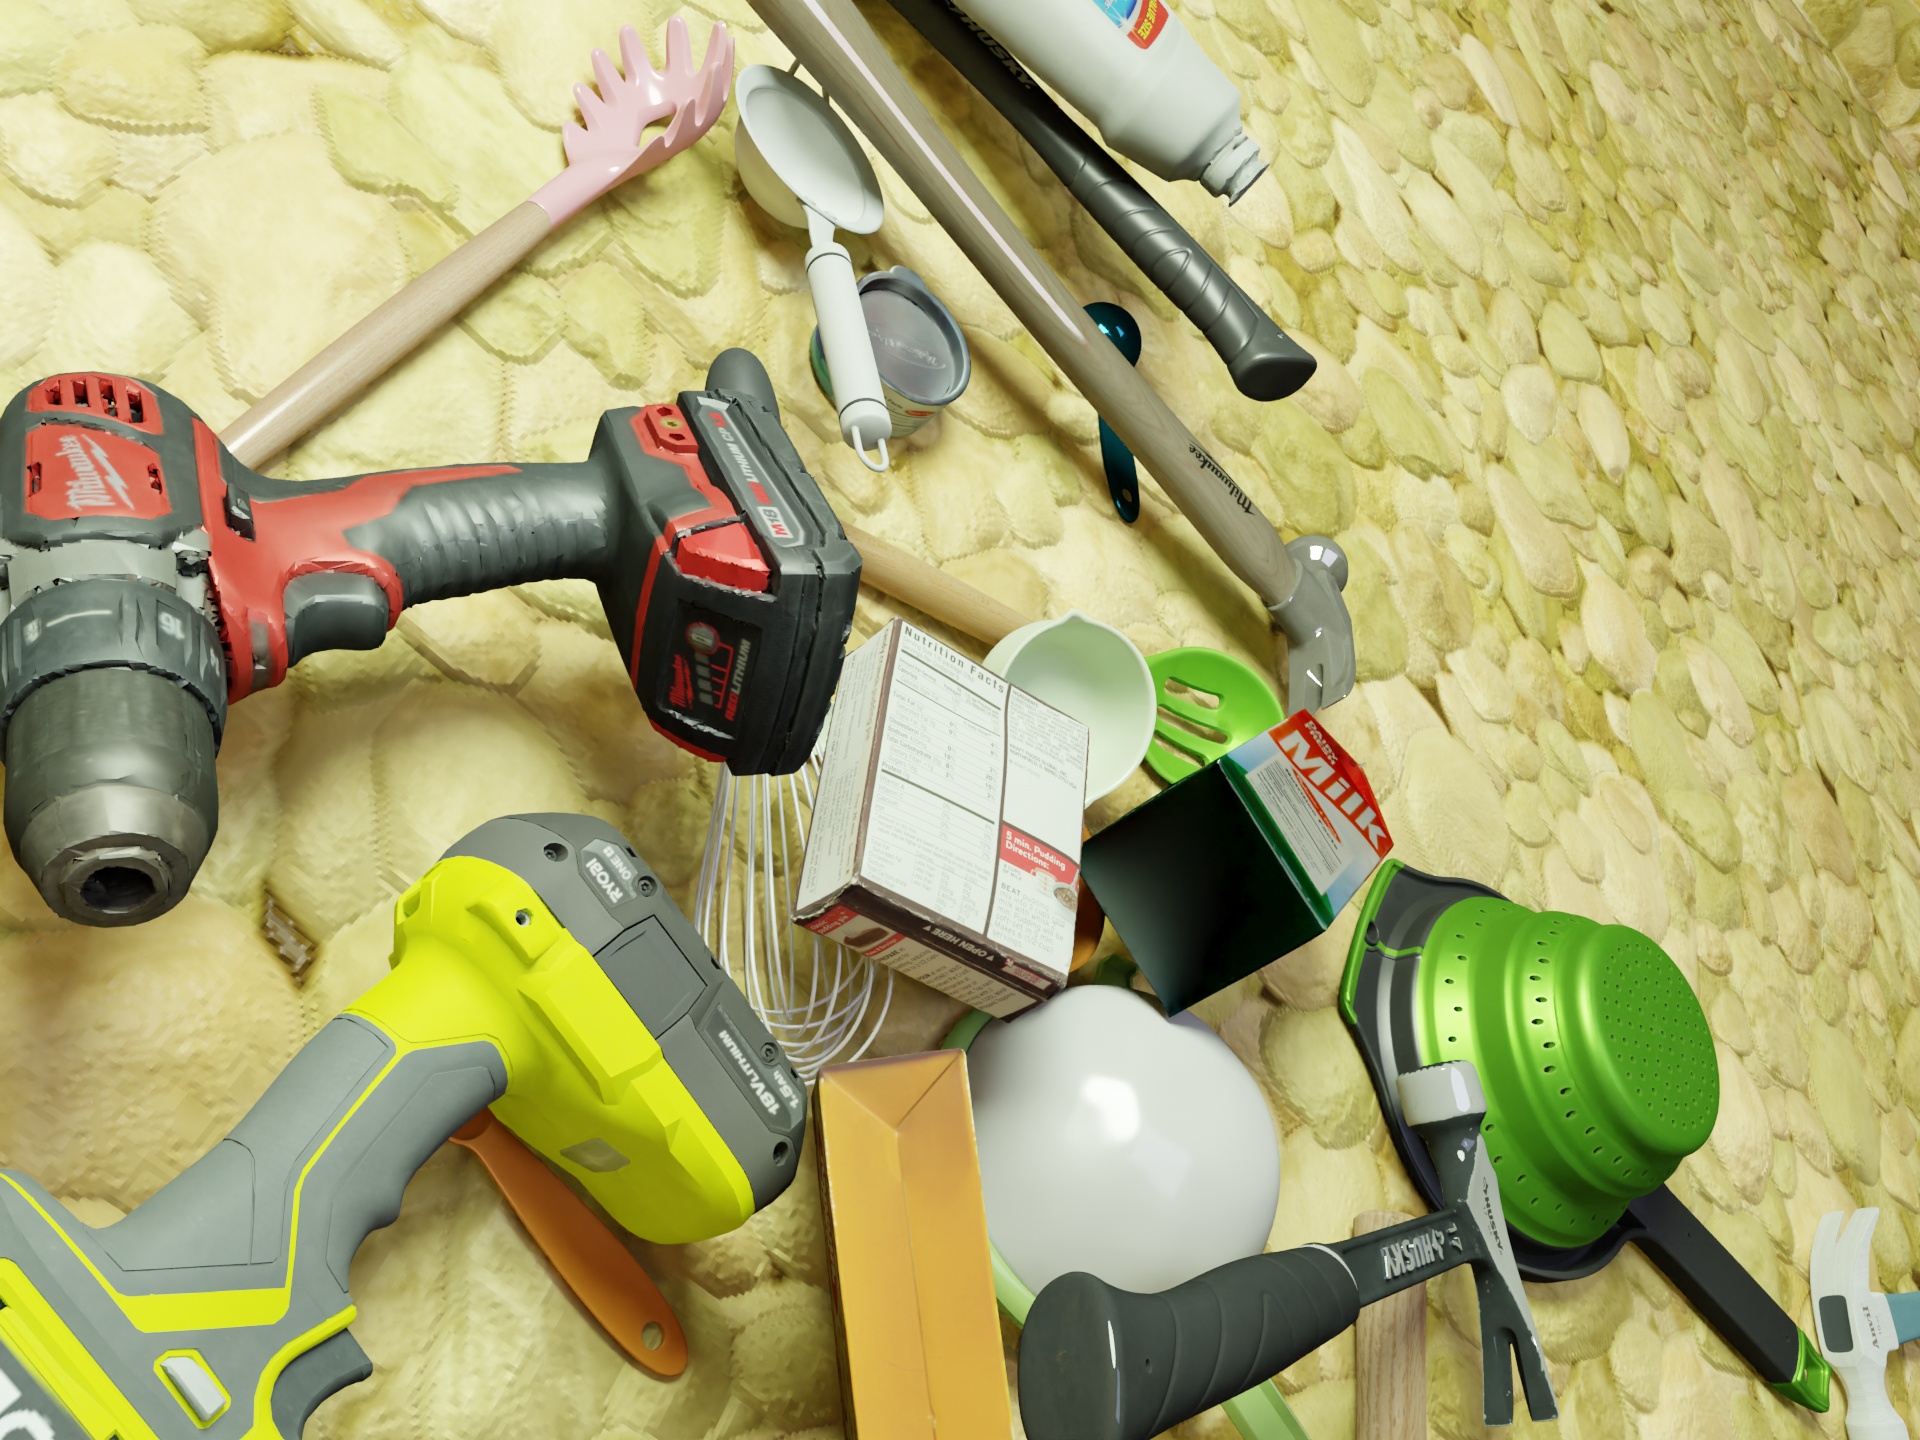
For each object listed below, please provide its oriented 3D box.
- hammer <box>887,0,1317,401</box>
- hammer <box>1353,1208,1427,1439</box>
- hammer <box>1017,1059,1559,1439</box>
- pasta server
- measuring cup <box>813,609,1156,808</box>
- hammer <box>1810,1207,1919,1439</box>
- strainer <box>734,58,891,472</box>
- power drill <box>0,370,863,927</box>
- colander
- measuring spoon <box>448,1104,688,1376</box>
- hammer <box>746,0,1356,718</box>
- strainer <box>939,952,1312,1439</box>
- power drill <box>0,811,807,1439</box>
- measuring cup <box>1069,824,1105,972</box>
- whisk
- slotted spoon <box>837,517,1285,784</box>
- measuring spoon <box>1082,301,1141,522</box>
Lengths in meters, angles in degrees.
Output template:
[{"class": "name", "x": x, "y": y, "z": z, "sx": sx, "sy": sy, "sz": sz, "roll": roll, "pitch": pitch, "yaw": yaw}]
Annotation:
[{"class": "hammer", "x": 0.053, "y": -0.284, "z": 0.783, "sx": 0.335, "sy": 0.035, "sz": 0.146, "roll": 49, "pitch": 42, "yaw": 8}, {"class": "hammer", "x": 0.165, "y": 0.356, "z": 0.612, "sx": 0.130, "sy": 0.031, "sz": 0.332, "roll": 29, "pitch": 53, "yaw": -27}, {"class": "hammer", "x": 0.130, "y": 0.194, "z": 0.539, "sx": 0.408, "sy": 0.036, "sz": 0.149, "roll": 17, "pitch": 57, "yaw": -57}, {"class": "pasta server", "x": -0.175, "y": -0.179, "z": 0.586, "sx": 0.060, "sy": 0.040, "sz": 0.316, "roll": 15, "pitch": 48, "yaw": 20}, {"class": "measuring cup", "x": -0.001, "y": -0.002, "z": 0.649, "sx": 0.167, "sy": 0.038, "sz": 0.083, "roll": -4, "pitch": 96, "yaw": -23}, {"class": "hammer", "x": 0.623, "y": 0.369, "z": 0.995, "sx": 0.330, "sy": 0.033, "sz": 0.128, "roll": 11, "pitch": 64, "yaw": -37}, {"class": "strainer", "x": -0.058, "y": -0.191, "z": 0.655, "sx": 0.086, "sy": 0.050, "sz": 0.259, "roll": 26, "pitch": 38, "yaw": -40}, {"class": "power drill", "x": -0.146, "y": -0.027, "z": 0.441, "sx": 0.226, "sy": 0.080, "sz": 0.188, "roll": -3, "pitch": 40, "yaw": -27}, {"class": "colander", "x": 0.357, "y": 0.219, "z": 0.798, "sx": 0.397, "sy": 0.094, "sz": 0.205, "roll": 45, "pitch": 47, "yaw": -14}, {"class": "measuring spoon", "x": -0.122, "y": 0.156, "z": 0.485, "sx": 0.117, "sy": 0.011, "sz": 0.021, "roll": 54, "pitch": 43, "yaw": -11}, {"class": "hammer", "x": 0.050, "y": -0.171, "z": 0.725, "sx": 0.410, "sy": 0.038, "sz": 0.146, "roll": 46, "pitch": 30, "yaw": -18}, {"class": "strainer", "x": 0.094, "y": 0.195, "z": 0.567, "sx": 0.151, "sy": 0.069, "sz": 0.256, "roll": -17, "pitch": 67, "yaw": -47}, {"class": "power drill", "x": -0.146, "y": 0.146, "z": 0.402, "sx": 0.190, "sy": 0.080, "sz": 0.228, "roll": 55, "pitch": 46, "yaw": -6}, {"class": "measuring cup", "x": 0.036, "y": 0.070, "z": 0.635, "sx": 0.173, "sy": 0.052, "sz": 0.095, "roll": 19, "pitch": 54, "yaw": -47}, {"class": "whisk", "x": -0.068, "y": -0.012, "z": 0.570, "sx": 0.070, "sy": 0.070, "sz": 0.285, "roll": 9, "pitch": 64, "yaw": -37}, {"class": "slotted spoon", "x": 0.018, "y": -0.043, "z": 0.688, "sx": 0.313, "sy": 0.031, "sz": 0.070, "roll": 25, "pitch": 72, "yaw": -27}, {"class": "measuring spoon", "x": 0.083, "y": -0.160, "z": 0.805, "sx": 0.042, "sy": 0.021, "sz": 0.129, "roll": 12, "pitch": 62, "yaw": -36}]
